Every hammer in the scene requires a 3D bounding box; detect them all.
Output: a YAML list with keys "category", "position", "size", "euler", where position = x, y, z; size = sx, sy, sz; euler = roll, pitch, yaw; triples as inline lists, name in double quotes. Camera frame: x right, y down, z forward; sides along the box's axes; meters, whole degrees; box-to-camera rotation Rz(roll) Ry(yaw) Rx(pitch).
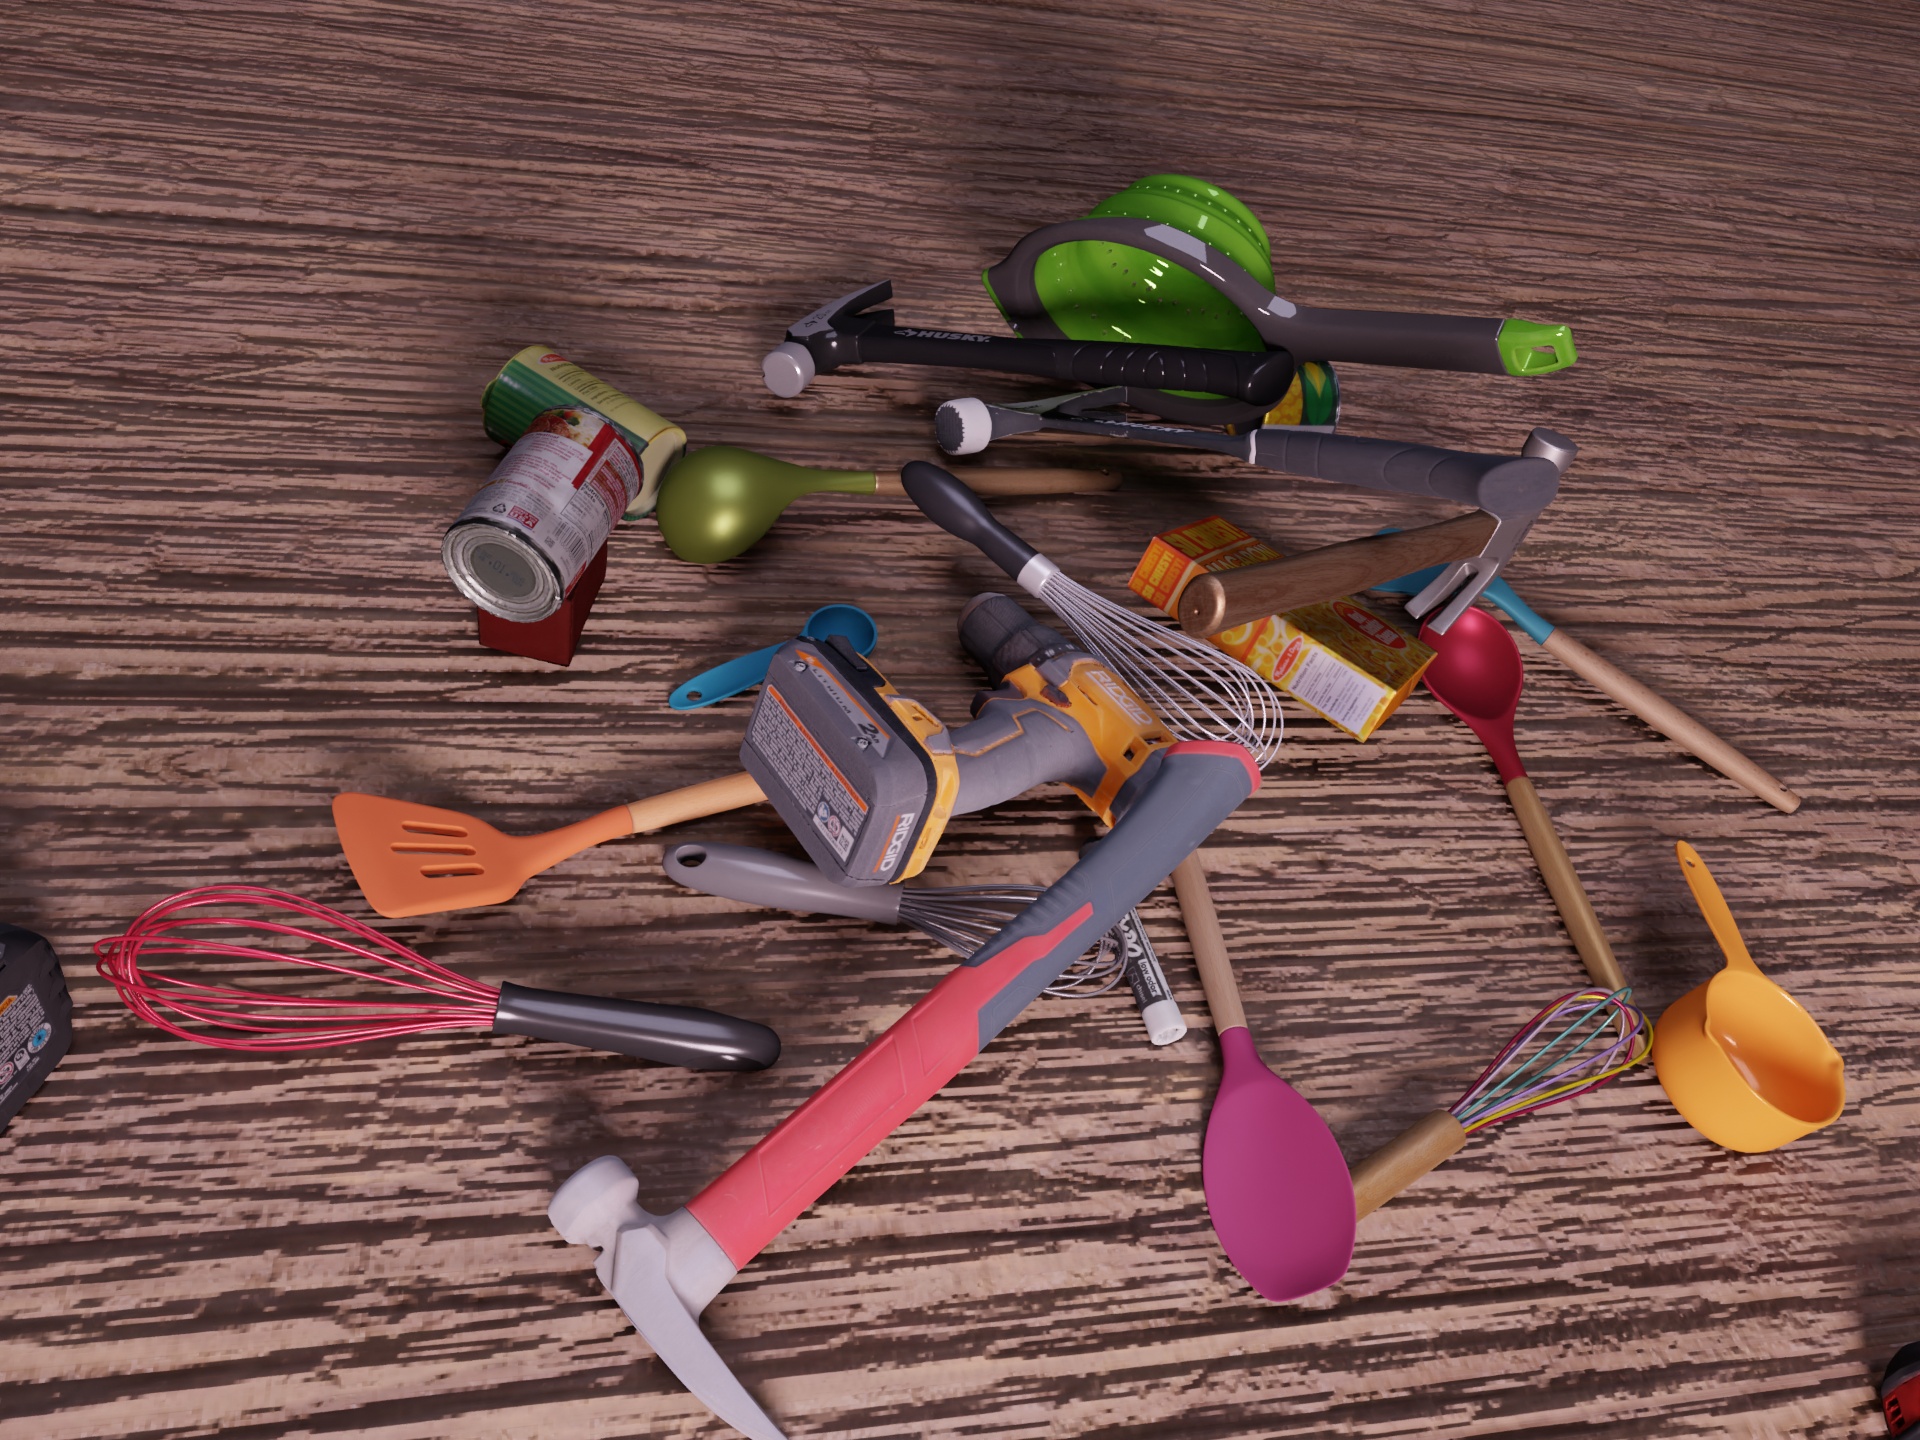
- category: "hammer"
  position: [0.237, -0.090, 0.908]
  size: [0.331, 0.130, 0.031]
  euler: [-17, 49, -41]
- category: "hammer"
  position: [0.014, 0.141, 0.717]
  size: [0.386, 0.038, 0.143]
  euler: [-38, 68, -24]
- category: "hammer"
  position: [0.166, -0.164, 0.950]
  size: [0.149, 0.036, 0.409]
  euler: [-16, 23, -36]
- category: "hammer"
  position: [0.049, -0.240, 1.040]
  size: [0.335, 0.035, 0.146]
  euler: [9, 36, 20]

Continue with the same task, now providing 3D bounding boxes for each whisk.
- category: "whisk"
  position: [-0.225, 0.124, 0.705]
  size: [0.295, 0.073, 0.073]
  euler: [11, 47, -13]
- category: "whisk"
  position: [-0.033, 0.094, 0.796]
  size: [0.239, 0.055, 0.055]
  euler: [11, 47, 0]
- category: "whisk"
  position: [0.260, 0.194, 0.790]
  size: [0.245, 0.051, 0.047]
  euler: [-23, 65, -28]
- category: "whisk"
  position: [0.070, -0.065, 0.938]
  size: [0.285, 0.070, 0.070]
  euler: [40, 51, 15]

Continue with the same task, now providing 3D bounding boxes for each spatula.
- category: "spatula"
  position: [-0.146, 0.038, 0.812]
  size: [0.322, 0.041, 0.081]
  euler: [-15, 49, -28]
- category: "spatula"
  position: [0.402, -0.034, 1.043]
  size: [0.317, 0.044, 0.082]
  euler: [37, 49, 11]

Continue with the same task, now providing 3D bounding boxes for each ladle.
- category: "ladle"
  position: [0.341, 0.057, 0.942]
  size: [0.069, 0.031, 0.316]
  euler: [-6, 53, -6]
- category: "ladle"
  position: [-0.036, -0.141, 1.010]
  size: [0.320, 0.062, 0.078]
  euler: [-6, 50, -29]

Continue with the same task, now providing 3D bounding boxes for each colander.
- category: "colander"
  position: [0.203, -0.277, 1.012]
  size: [0.397, 0.204, 0.094]
  euler: [15, 71, 38]

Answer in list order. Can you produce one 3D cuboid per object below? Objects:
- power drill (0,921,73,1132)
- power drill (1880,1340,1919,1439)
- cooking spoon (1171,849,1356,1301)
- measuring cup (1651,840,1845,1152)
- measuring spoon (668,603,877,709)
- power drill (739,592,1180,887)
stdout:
- category: "power drill"
  position: [-0.495, 0.116, 0.626]
  size: [0.223, 0.080, 0.171]
  euler: [19, 46, 6]
- category: "power drill"
  position: [0.513, 0.385, 0.672]
  size: [0.188, 0.080, 0.227]
  euler: [13, 45, -5]
- category: "cooking spoon"
  position: [0.133, 0.138, 0.810]
  size: [0.069, 0.017, 0.319]
  euler: [-26, 46, 17]
- category: "measuring cup"
  position: [0.402, 0.147, 0.854]
  size: [0.095, 0.052, 0.174]
  euler: [14, 46, -21]
- category: "measuring spoon"
  position: [-0.106, -0.029, 0.904]
  size: [0.128, 0.021, 0.042]
  euler: [-24, 60, -21]
- category: "power drill"
  position: [-0.001, -0.003, 0.839]
  size: [0.226, 0.084, 0.186]
  euler: [-6, 42, -39]
